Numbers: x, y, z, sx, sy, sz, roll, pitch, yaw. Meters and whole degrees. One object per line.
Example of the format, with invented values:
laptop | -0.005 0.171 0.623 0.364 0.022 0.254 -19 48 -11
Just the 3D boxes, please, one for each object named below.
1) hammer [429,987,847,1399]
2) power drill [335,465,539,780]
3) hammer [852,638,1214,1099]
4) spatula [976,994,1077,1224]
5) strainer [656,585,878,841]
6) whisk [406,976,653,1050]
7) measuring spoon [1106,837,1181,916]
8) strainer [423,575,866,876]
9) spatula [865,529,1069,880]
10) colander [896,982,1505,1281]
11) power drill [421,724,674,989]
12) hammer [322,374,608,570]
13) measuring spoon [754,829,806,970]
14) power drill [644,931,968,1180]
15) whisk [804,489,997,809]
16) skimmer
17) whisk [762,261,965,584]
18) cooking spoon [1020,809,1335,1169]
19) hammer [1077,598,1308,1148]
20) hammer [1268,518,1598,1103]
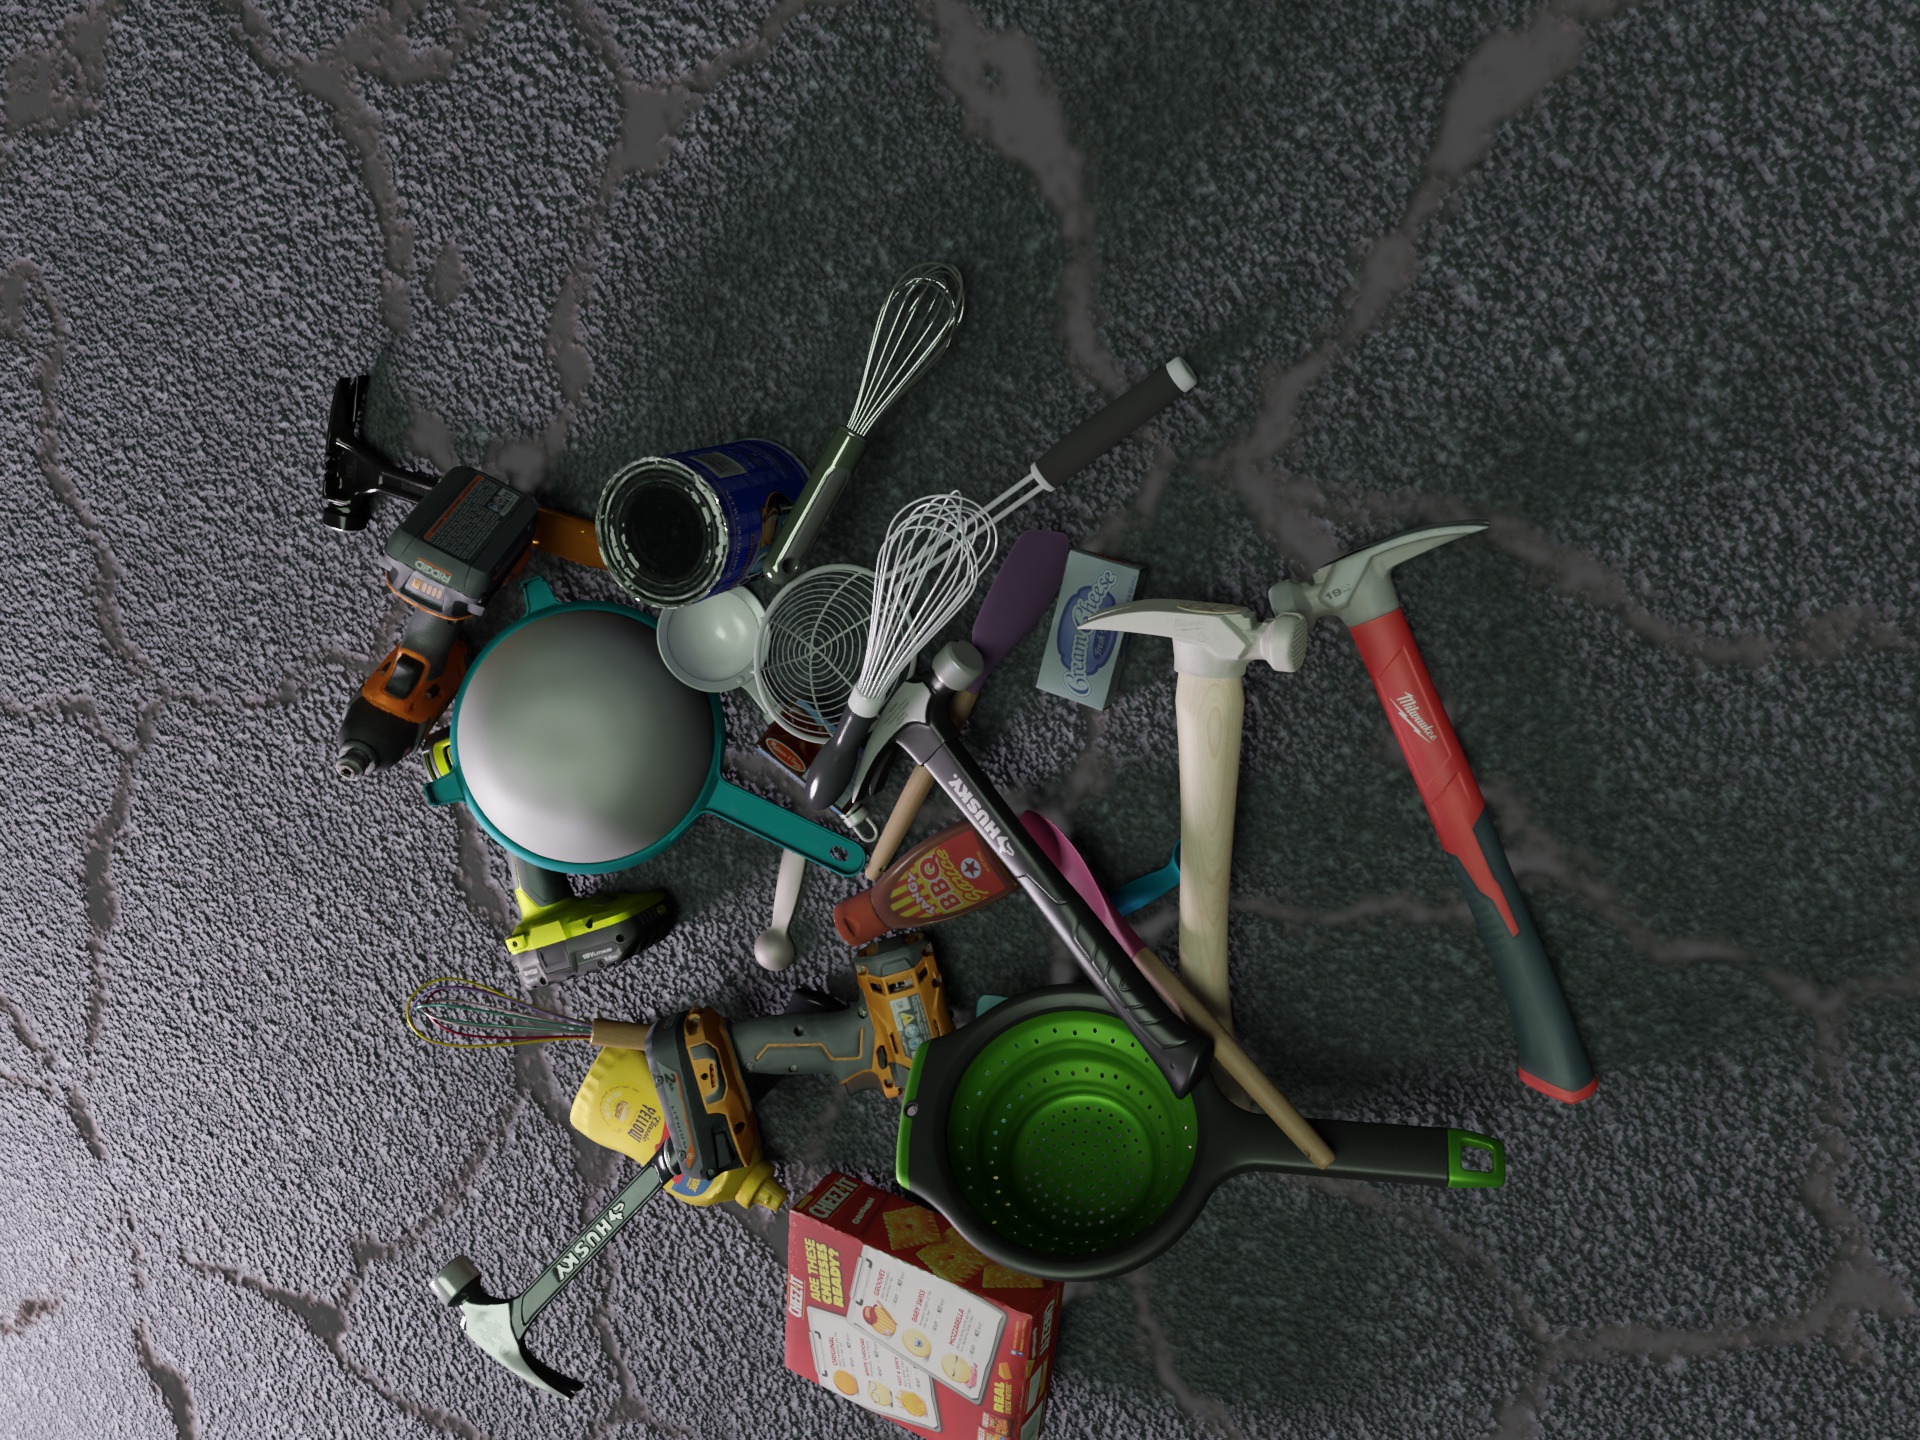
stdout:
hammer | -0.240 0.366 1.268 0.409 0.036 0.149 -46 81 6
power drill | -0.405 -0.062 1.198 0.084 0.164 0.226 28 127 -9
hammer | 0.054 0.115 1.085 0.335 0.035 0.146 52 125 12
spatula | 0.038 0.367 1.237 0.082 0.044 0.317 10 112 19
strainer | -0.145 -0.010 1.198 0.087 0.050 0.258 -39 94 -18
whisk | -0.317 0.243 1.278 0.245 0.047 0.051 10 141 -15
measuring spoon | 0.141 0.113 1.133 0.128 0.021 0.042 -33 93 35
strainer | -0.227 0.038 1.182 0.340 0.095 0.211 25 87 1
spatula | -0.002 -0.004 1.142 0.018 0.059 0.315 52 127 38
colander | 0.160 0.297 1.086 0.397 0.205 0.094 2 147 13
power drill | -0.324 0.090 1.279 0.171 0.080 0.223 -18 94 24
hammer | -0.356 -0.168 1.244 0.337 0.034 0.127 19 112 16
measuring spoon | -0.141 0.143 1.249 0.034 0.018 0.124 19 110 16
power drill | -0.104 0.277 1.201 0.226 0.084 0.185 -16 95 -3
whisk | -0.050 -0.037 1.065 0.070 0.070 0.284 35 128 10
skimmer | 0.011 -0.115 1.079 0.363 0.090 0.127 -34 122 23
whisk | -0.068 -0.200 1.078 0.059 0.057 0.246 37 100 46
cooking spoon | 0.140 0.178 1.086 0.319 0.017 0.068 48 144 28
hammer | 0.159 0.117 1.089 0.146 0.038 0.410 7 113 26
hammer | 0.340 0.064 1.024 0.143 0.038 0.386 -22 95 24
